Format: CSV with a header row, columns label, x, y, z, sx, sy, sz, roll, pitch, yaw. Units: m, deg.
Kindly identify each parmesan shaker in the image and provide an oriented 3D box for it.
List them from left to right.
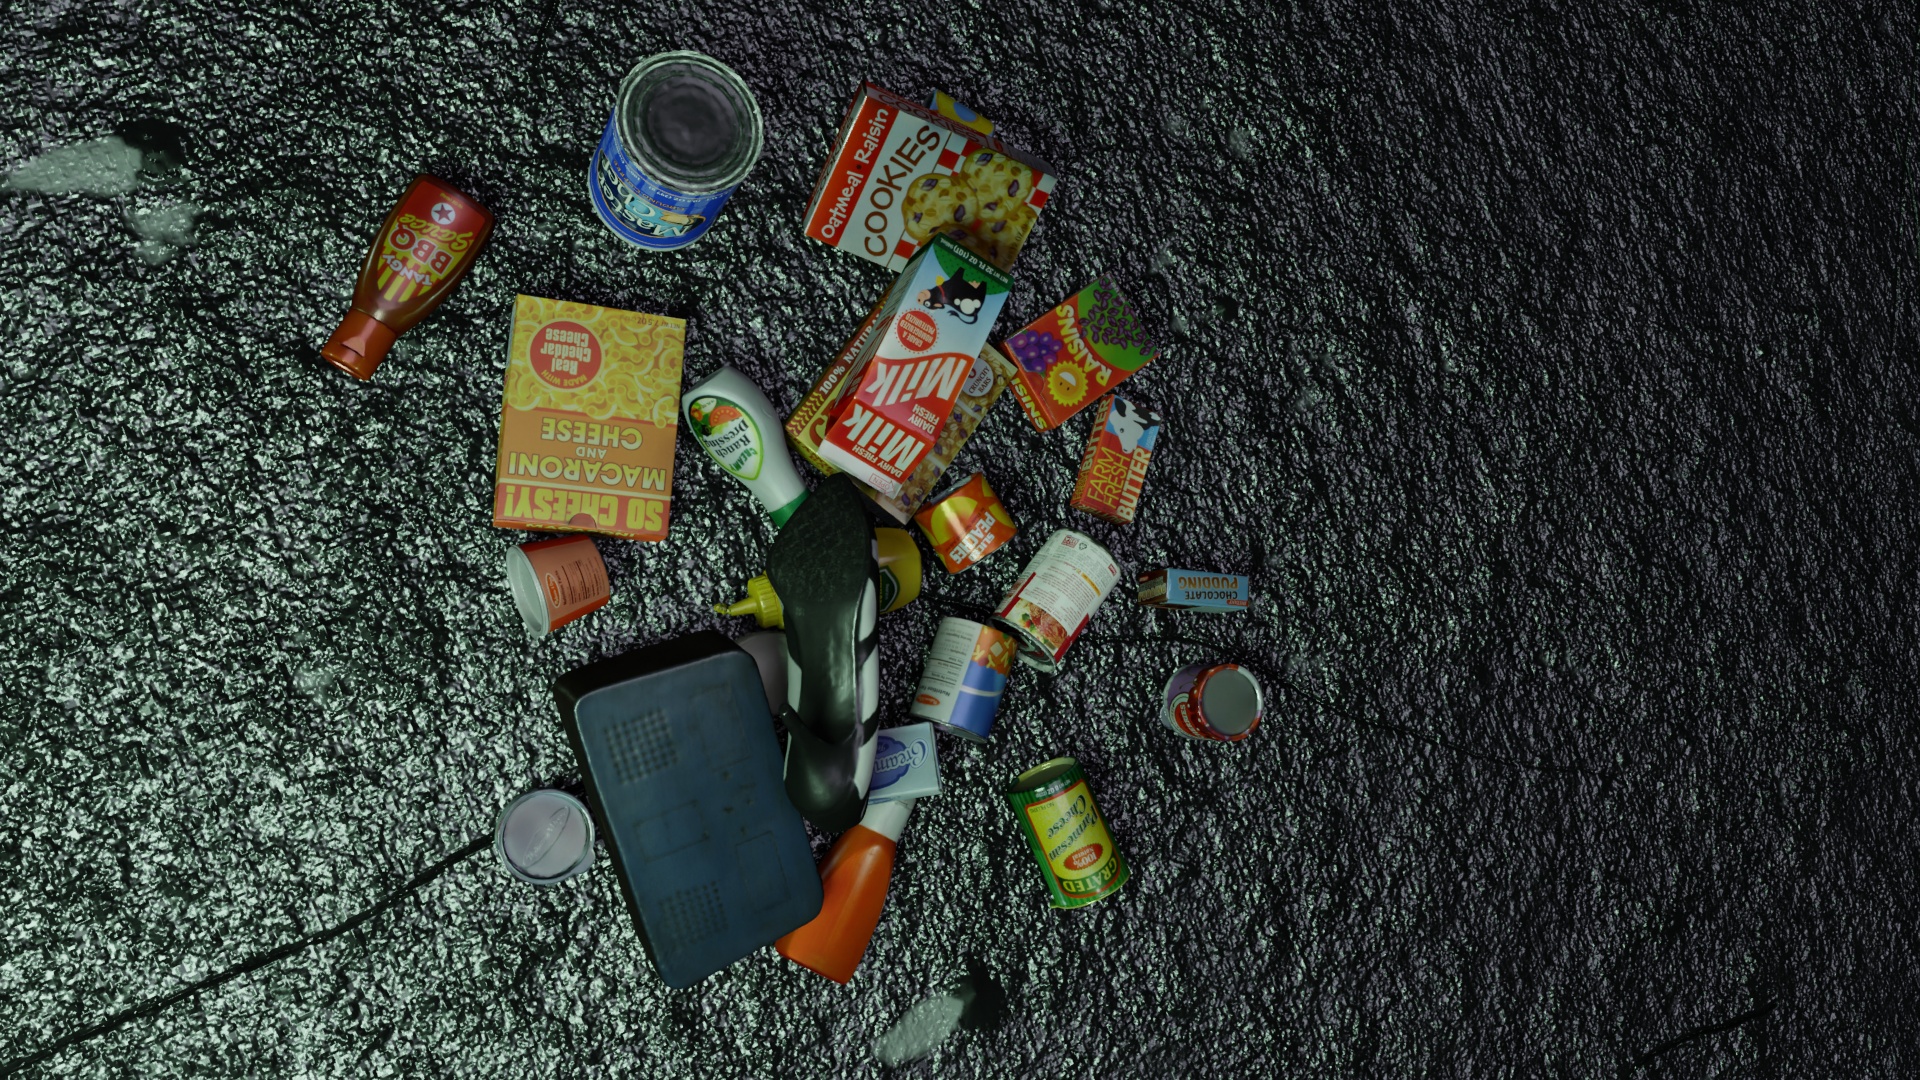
label,x,y,z,sx,sy,sz,roll,pitch,yaw
parmesan shaker,0.084,0.235,1.119,0.071,0.071,0.103,-26,94,-22

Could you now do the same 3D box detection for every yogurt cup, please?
label,x,y,z,sx,sy,sz,roll,pitch,yaw
yogurt cup,-0.286,0.029,0.991,0.054,0.072,0.072,-20,92,-31

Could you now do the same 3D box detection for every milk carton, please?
label,x,y,z,sx,sy,sz,roll,pitch,yaw
milk carton,-0.038,-0.130,1.060,0.072,0.073,0.191,30,74,-16

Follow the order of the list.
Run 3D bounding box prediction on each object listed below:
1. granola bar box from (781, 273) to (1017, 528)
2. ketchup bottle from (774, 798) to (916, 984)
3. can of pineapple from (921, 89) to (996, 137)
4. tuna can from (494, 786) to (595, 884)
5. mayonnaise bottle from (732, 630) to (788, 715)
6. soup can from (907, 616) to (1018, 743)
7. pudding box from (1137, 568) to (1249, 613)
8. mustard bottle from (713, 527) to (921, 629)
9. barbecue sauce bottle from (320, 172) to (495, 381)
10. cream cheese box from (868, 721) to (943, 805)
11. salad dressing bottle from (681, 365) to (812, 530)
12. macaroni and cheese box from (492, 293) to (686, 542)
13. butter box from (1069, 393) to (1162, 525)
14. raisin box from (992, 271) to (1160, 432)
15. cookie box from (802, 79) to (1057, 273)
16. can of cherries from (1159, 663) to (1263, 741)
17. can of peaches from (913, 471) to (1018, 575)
label,x,y,z,sx,sy,sz,roll,pitch,yaw
granola bar box,-0.050,-0.112,1.115,0.124,0.039,0.166,39,72,-13
ketchup bottle,-0.081,0.257,1.060,0.064,0.043,0.149,33,73,-22
can of pineapple,-0.012,-0.326,1.138,0.058,0.071,0.071,26,76,-17
tuna can,-0.293,0.210,0.984,0.071,0.032,0.071,2,84,-22
mayonnaise bottle,-0.196,0.110,1.031,0.148,0.041,0.064,-11,93,-22
soup can,0.005,0.111,1.101,0.071,0.071,0.084,24,76,-18
pudding box,0.201,0.044,1.196,0.084,0.049,0.030,6,81,-22
mustard bottle,-0.109,0.037,1.063,0.161,0.049,0.065,-16,132,-20
barbecue sauce bottle,-0.393,-0.183,0.980,0.065,0.043,0.149,32,74,-17
cream cheese box,-0.068,0.173,1.056,0.104,0.024,0.053,-9,67,2
salad dressing bottle,-0.152,-0.061,1.060,0.147,0.064,0.044,56,30,-16
macaroni and cheese box,-0.272,-0.088,1.021,0.124,0.040,0.166,6,82,-21
butter box,0.134,-0.069,1.194,0.053,0.024,0.103,22,76,-19
raisin box,0.097,-0.159,1.181,0.124,0.040,0.086,-35,99,-21
cookie box,-0.026,-0.273,1.106,0.167,0.040,0.122,19,120,-20
can of cherries,0.214,0.140,1.186,0.071,0.058,0.071,3,83,-22
can of peaches,0.004,-0.014,1.110,0.071,0.071,0.058,-35,97,-21
